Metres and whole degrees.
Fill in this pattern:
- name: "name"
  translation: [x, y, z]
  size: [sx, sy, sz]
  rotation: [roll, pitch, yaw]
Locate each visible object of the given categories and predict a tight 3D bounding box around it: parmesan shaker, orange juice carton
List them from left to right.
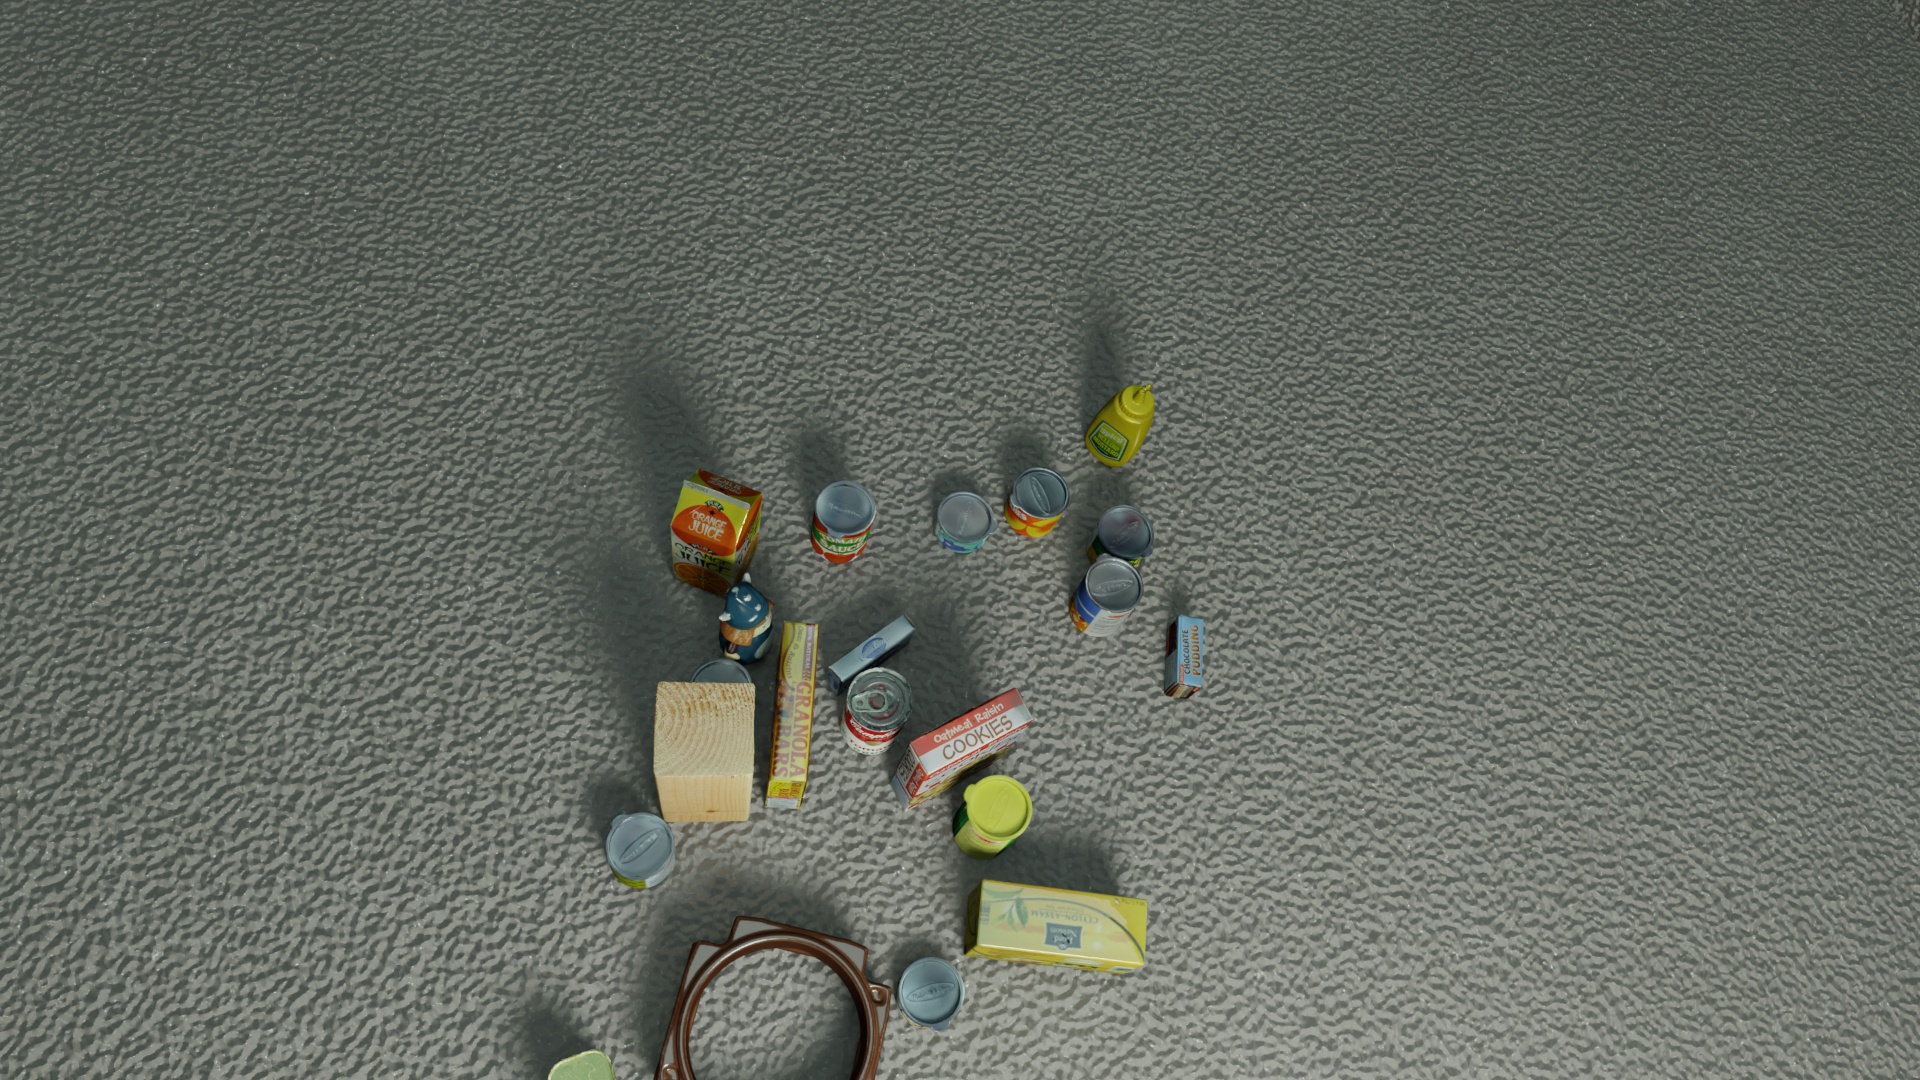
- name: "orange juice carton"
  translation: [-0.256, -0.011, 1.456]
  size: [0.072, 0.191, 0.073]
  rotation: [22, 65, -1]
- name: "parmesan shaker"
  translation: [0.028, 0.284, 1.427]
  size: [0.071, 0.102, 0.071]
  rotation: [4, 66, -9]

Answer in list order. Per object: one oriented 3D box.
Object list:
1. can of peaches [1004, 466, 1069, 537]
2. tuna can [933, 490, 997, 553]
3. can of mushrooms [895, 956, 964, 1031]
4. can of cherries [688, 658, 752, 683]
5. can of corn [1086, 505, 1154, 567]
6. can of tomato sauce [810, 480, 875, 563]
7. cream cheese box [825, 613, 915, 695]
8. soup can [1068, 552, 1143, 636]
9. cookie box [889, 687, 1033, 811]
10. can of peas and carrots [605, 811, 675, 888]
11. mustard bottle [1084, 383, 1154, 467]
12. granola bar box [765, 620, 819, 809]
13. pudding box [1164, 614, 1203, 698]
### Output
- name: "can of peaches"
  translation: [0.085, -0.043, 1.606]
  size: [0.071, 0.057, 0.071]
  rotation: [4, 66, -9]
- name: "tuna can"
  translation: [0.006, -0.020, 1.595]
  size: [0.071, 0.032, 0.071]
  rotation: [4, 66, -9]
- name: "can of mushrooms"
  translation: [-0.031, 0.453, 1.381]
  size: [0.071, 0.033, 0.071]
  rotation: [4, 66, -9]
- name: "can of cherries"
  translation: [-0.253, 0.165, 1.453]
  size: [0.071, 0.058, 0.072]
  rotation: [4, 66, -9]
- name: "can of corn"
  translation: [0.185, 0.003, 1.604]
  size: [0.071, 0.058, 0.071]
  rotation: [4, 66, -9]
- name: "can of tomato sauce"
  translation: [-0.132, -0.018, 1.541]
  size: [0.071, 0.082, 0.071]
  rotation: [4, 66, -9]
- name: "cream cheese box"
  translation: [-0.098, 0.124, 1.502]
  size: [0.104, 0.053, 0.024]
  rotation: [-35, 77, -22]
- name: "soup can"
  translation: [0.162, 0.062, 1.560]
  size: [0.071, 0.083, 0.071]
  rotation: [4, 66, -9]
- name: "cookie box"
  translation: [-0.002, 0.214, 1.417]
  size: [0.123, 0.166, 0.040]
  rotation: [-26, 74, -19]
- name: "can of peas and carrots"
  translation: [-0.319, 0.307, 1.378]
  size: [0.071, 0.058, 0.071]
  rotation: [4, 66, -9]
- name: "mustard bottle"
  translation: [0.191, -0.141, 1.612]
  size: [0.065, 0.159, 0.049]
  rotation: [37, 66, 7]
- name: "granola bar box"
  translation: [-0.172, 0.181, 1.424]
  size: [0.039, 0.123, 0.166]
  rotation: [5, 66, -8]
- name: "pudding box"
  translation: [0.252, 0.131, 1.565]
  size: [0.030, 0.049, 0.084]
  rotation: [9, 65, -6]
